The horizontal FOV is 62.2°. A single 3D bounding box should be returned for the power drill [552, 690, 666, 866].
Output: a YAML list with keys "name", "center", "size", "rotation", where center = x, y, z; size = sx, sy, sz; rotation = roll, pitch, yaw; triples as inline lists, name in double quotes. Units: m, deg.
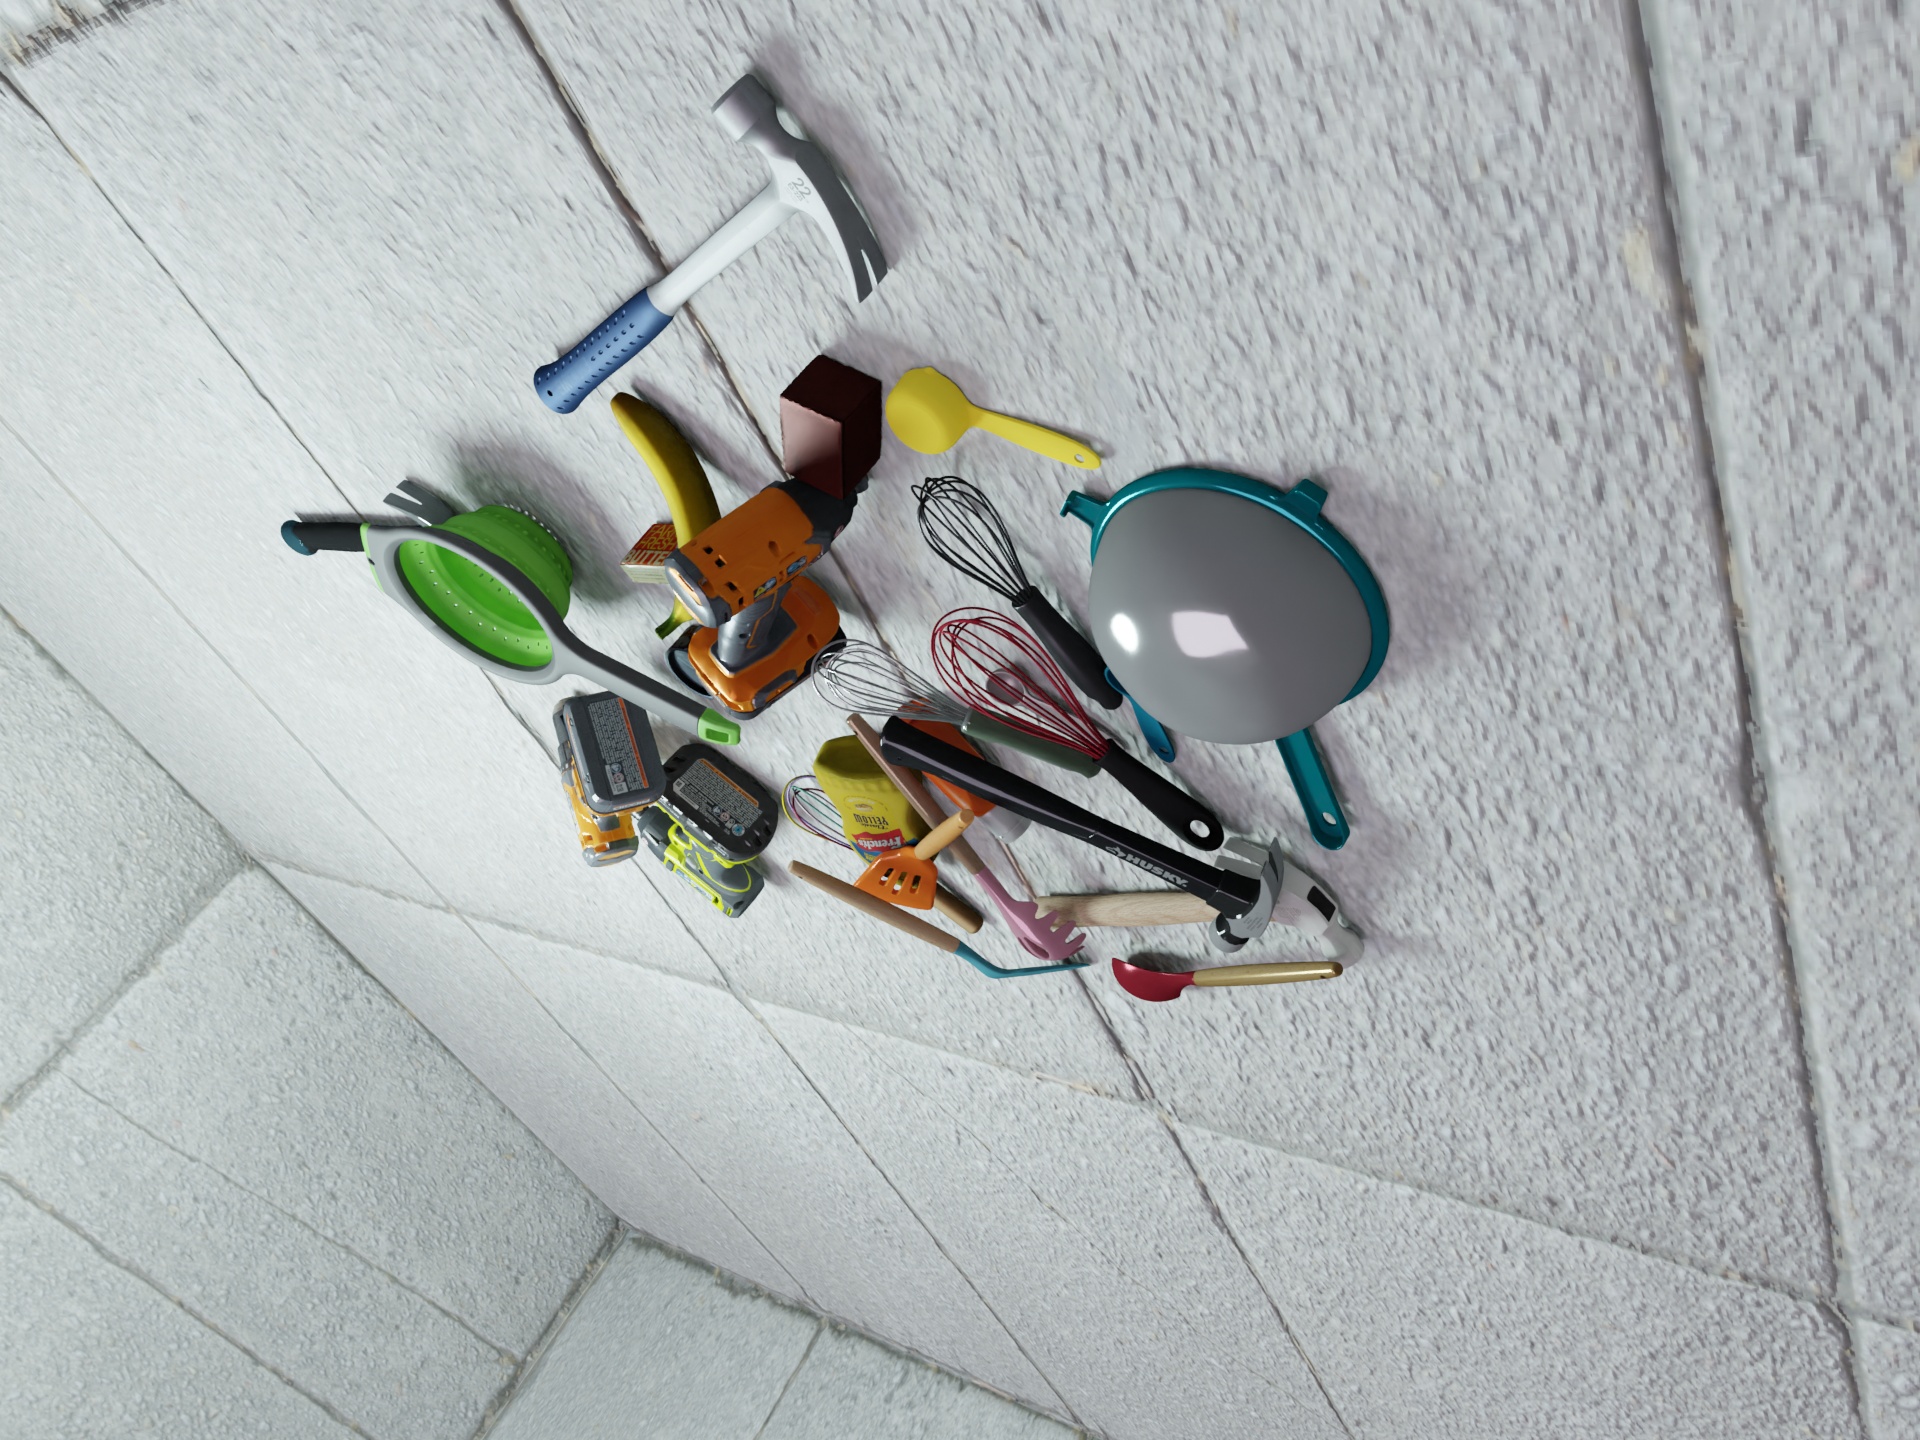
- name: "power drill"
  center: [-0.369, 0.037, 1.622]
  size: [0.185, 0.084, 0.226]
  rotation: [71, 157, 13]

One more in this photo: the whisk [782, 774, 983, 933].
- name: "whisk"
  center: [-0.077, 0.137, 1.577]
  size: [0.245, 0.047, 0.051]
  rotation: [39, 151, -12]

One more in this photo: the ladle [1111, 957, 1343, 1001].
- name: "ladle"
  center: [0.224, 0.222, 1.379]
  size: [0.069, 0.031, 0.315]
  rotation: [33, 157, -18]

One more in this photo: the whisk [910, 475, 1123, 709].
- name: "whisk"
  center: [0.045, -0.088, 1.148]
  size: [0.055, 0.055, 0.238]
  rotation: [-8, 134, 49]

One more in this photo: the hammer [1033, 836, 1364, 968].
- name: "hammer"
  center: [0.180, 0.160, 1.369]
  size: [0.331, 0.031, 0.130]
  rotation: [-10, 128, 50]

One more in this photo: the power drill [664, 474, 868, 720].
- name: "power drill"
  center: [-0.139, -0.102, 1.217]
  size: [0.084, 0.164, 0.226]
  rotation: [48, 162, 14]

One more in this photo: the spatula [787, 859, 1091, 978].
- name: "spatula"
  center: [-0.024, 0.195, 1.517]
  size: [0.317, 0.044, 0.082]
  rotation: [29, 155, -21]

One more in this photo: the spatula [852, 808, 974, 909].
- name: "spatula"
  center: [-0.030, 0.120, 1.384]
  size: [0.081, 0.041, 0.322]
  rotation: [16, 164, -8]

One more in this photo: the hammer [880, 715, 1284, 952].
- name: "hammer"
  center: [0.092, 0.077, 1.234]
  size: [0.335, 0.035, 0.146]
  rotation: [25, 150, 3]

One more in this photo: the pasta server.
- name: "pasta server"
  center: [0.004, 0.108, 1.415]
  size: [0.060, 0.040, 0.316]
  rotation: [-13, 122, 52]

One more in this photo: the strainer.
- name: "strainer"
  center: [0.188, -0.007, 1.068]
  size: [0.211, 0.095, 0.340]
  rotation: [4, 136, 41]

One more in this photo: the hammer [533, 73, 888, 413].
- name: "hammer"
  center: [-0.200, -0.292, 1.110]
  size: [0.144, 0.035, 0.405]
  rotation: [47, 147, -19]

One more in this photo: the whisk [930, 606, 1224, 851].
- name: "whisk"
  center: [0.094, 0.012, 1.221]
  size: [0.295, 0.073, 0.073]
  rotation: [38, 150, -17]

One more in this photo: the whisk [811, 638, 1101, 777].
- name: "whisk"
  center: [-0.002, -0.004, 1.269]
  size: [0.246, 0.059, 0.058]
  rotation: [21, -166, -4]

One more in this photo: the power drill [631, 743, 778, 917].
- name: "power drill"
  center: [-0.281, 0.118, 1.716]
  size: [0.171, 0.080, 0.223]
  rotation: [39, 152, 3]

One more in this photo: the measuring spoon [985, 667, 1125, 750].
- name: "measuring spoon"
  center: [0.077, -0.008, 1.259]
  size: [0.124, 0.018, 0.034]
  rotation: [29, 136, -2]

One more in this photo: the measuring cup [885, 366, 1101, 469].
- name: "measuring cup"
  center: [0.018, -0.187, 1.048]
  size: [0.157, 0.029, 0.062]
  rotation: [23, 147, 22]

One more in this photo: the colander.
- name: "colander"
  center: [-0.361, -0.098, 1.481]
  size: [0.397, 0.094, 0.204]
  rotation: [27, 149, 8]

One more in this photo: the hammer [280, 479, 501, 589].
- name: "hammer"
  center: [-0.607, -0.188, 1.650]
  size: [0.331, 0.033, 0.128]
  rotation: [6, 139, 39]

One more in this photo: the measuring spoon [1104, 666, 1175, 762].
- name: "measuring spoon"
  center: [0.143, -0.011, 1.191]
  size: [0.042, 0.021, 0.128]
  rotation: [13, 152, 31]
